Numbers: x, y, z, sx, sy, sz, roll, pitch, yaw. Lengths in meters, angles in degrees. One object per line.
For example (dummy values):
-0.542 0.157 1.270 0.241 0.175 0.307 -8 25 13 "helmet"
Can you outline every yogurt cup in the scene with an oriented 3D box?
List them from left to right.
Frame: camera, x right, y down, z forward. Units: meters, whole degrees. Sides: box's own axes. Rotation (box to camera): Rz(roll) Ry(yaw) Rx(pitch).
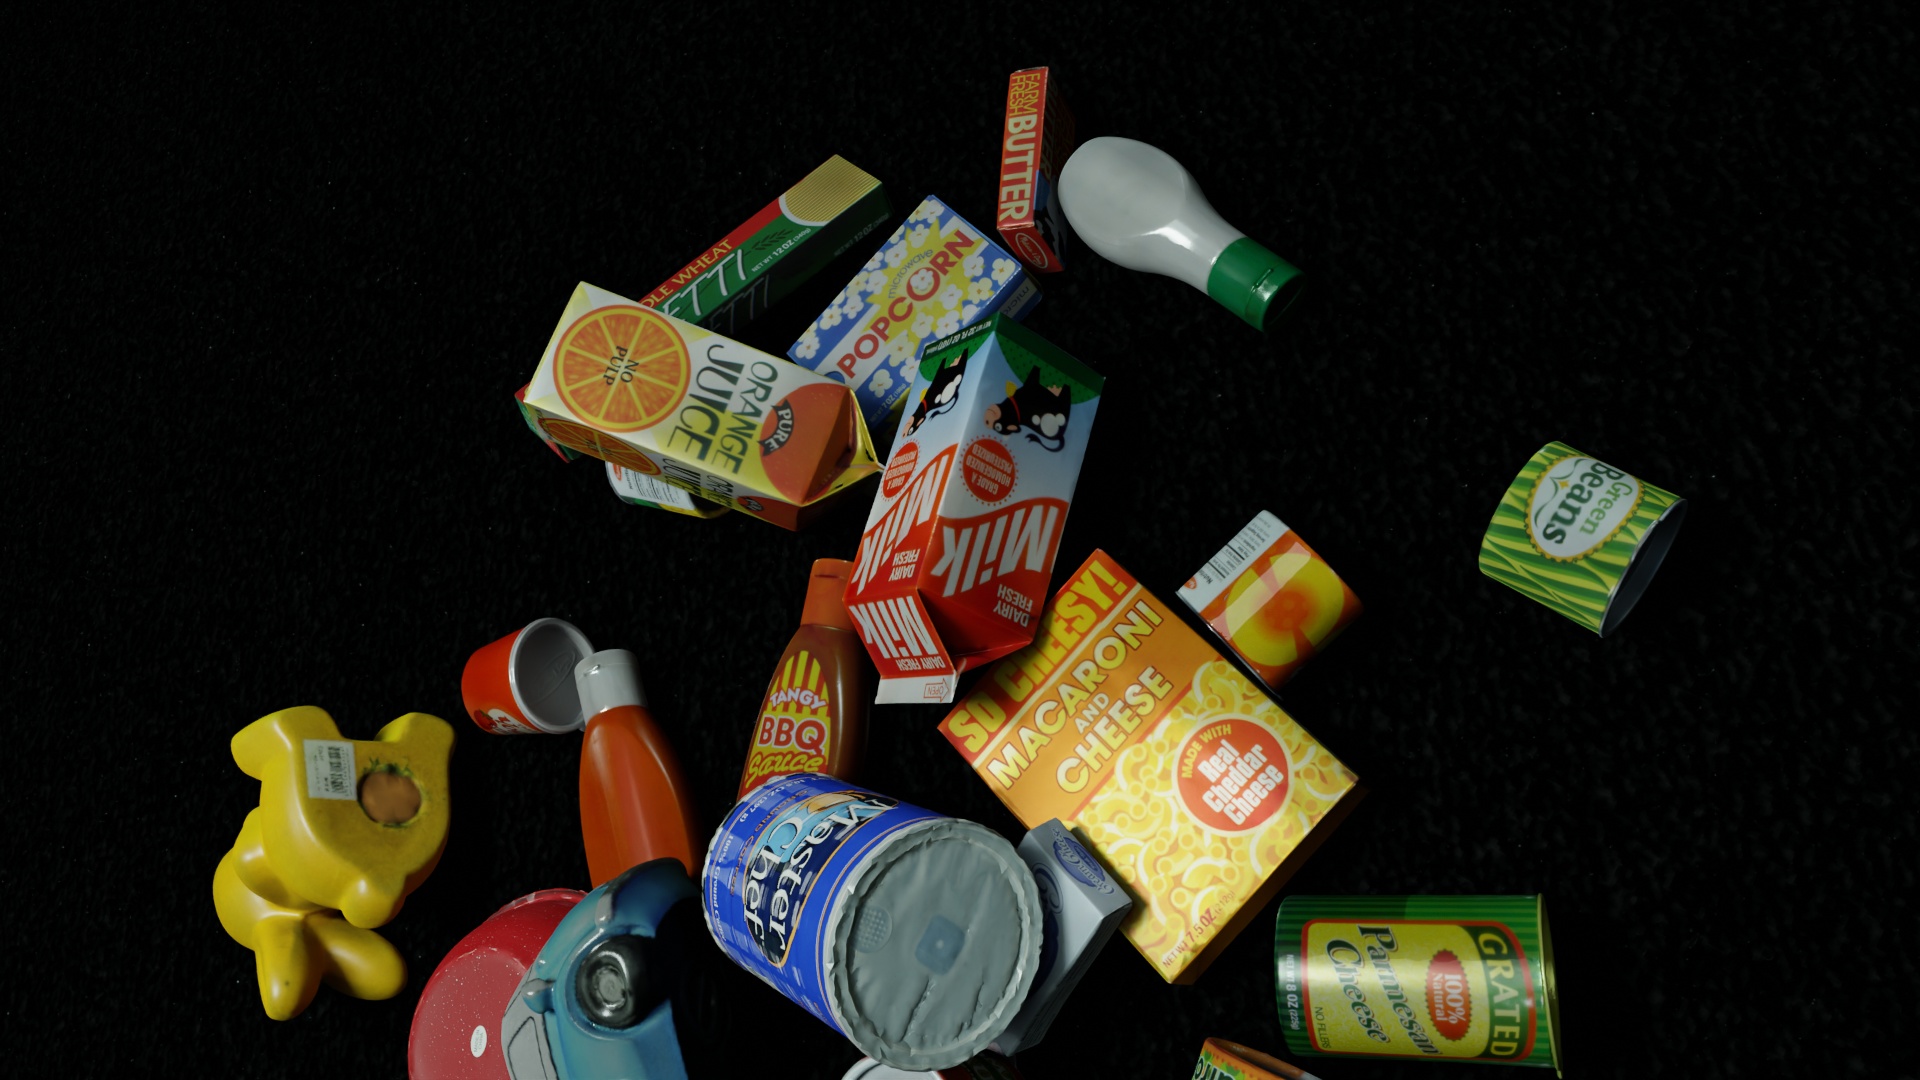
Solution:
-0.254 0.083 0.815 0.054 0.072 0.072 -15 66 29 "yogurt cup"

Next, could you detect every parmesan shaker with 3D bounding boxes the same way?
0.186 0.181 0.565 0.103 0.071 0.071 -7 69 24 "parmesan shaker"

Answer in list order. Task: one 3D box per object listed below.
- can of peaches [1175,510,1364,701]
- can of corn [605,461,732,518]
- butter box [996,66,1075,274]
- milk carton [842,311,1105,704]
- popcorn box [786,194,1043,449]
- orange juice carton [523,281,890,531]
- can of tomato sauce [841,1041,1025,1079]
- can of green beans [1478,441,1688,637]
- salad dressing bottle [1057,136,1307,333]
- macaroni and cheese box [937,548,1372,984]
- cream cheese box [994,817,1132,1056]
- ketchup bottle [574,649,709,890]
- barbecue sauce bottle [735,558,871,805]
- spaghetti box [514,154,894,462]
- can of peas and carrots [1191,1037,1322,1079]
0.144 0.030 0.642 0.058 0.071 0.071 -45 59 5 "can of peaches"
-0.163 -0.050 0.820 0.058 0.071 0.071 11 77 28 "can of corn"
0.044 -0.208 0.783 0.024 0.053 0.104 -3 71 23 "butter box"
0.002 -0.009 0.693 0.072 0.073 0.191 -13 55 56 "milk carton"
-0.026 -0.125 0.795 0.126 0.038 0.085 -47 60 3 "popcorn box"
-0.125 -0.061 0.745 0.193 0.071 0.073 21 76 -5 "orange juice carton"
-0.011 0.259 0.620 0.071 0.083 0.071 -9 69 23 "can of tomato sauce"
0.265 -0.001 0.593 0.058 0.071 0.071 33 88 31 "can of green beans"
0.116 -0.162 0.738 0.064 0.044 0.148 -48 60 1 "salad dressing bottle"
0.087 0.103 0.656 0.123 0.040 0.167 -48 59 3 "macaroni and cheese box"
0.034 0.182 0.636 0.053 0.024 0.103 45 124 29 "cream cheese box"
-0.183 0.133 0.773 0.064 0.043 0.149 -25 62 9 "ketchup bottle"
-0.075 0.085 0.739 0.065 0.043 0.149 2 72 31 "barbecue sauce bottle"
-0.149 -0.140 0.820 0.251 0.028 0.050 -41 52 -14 "spaghetti box"
0.120 0.244 0.570 0.071 0.071 0.059 17 79 30 "can of peas and carrots"
